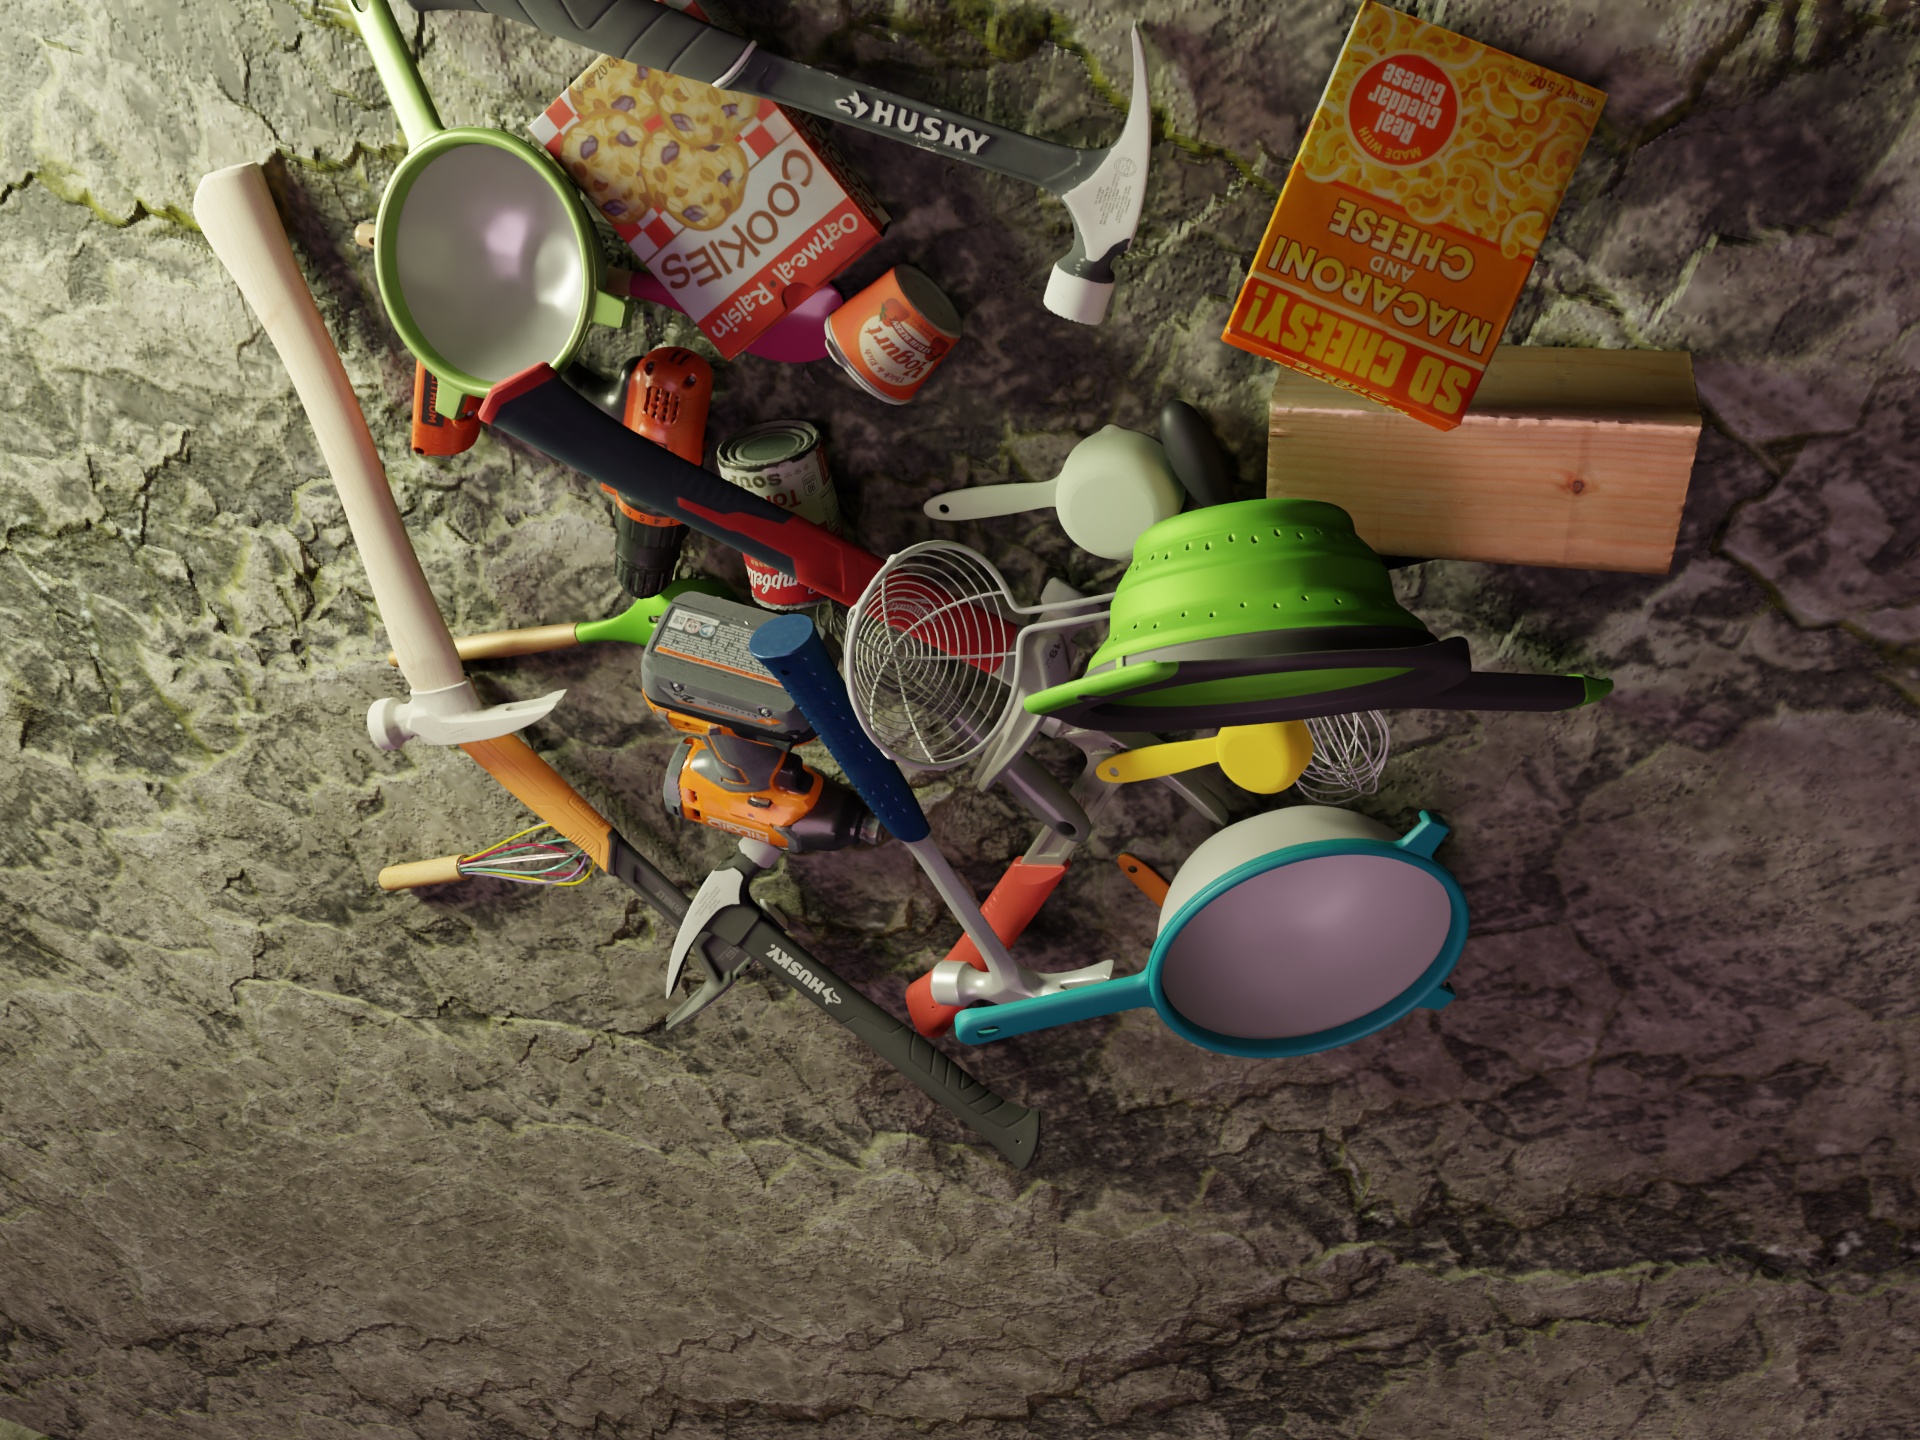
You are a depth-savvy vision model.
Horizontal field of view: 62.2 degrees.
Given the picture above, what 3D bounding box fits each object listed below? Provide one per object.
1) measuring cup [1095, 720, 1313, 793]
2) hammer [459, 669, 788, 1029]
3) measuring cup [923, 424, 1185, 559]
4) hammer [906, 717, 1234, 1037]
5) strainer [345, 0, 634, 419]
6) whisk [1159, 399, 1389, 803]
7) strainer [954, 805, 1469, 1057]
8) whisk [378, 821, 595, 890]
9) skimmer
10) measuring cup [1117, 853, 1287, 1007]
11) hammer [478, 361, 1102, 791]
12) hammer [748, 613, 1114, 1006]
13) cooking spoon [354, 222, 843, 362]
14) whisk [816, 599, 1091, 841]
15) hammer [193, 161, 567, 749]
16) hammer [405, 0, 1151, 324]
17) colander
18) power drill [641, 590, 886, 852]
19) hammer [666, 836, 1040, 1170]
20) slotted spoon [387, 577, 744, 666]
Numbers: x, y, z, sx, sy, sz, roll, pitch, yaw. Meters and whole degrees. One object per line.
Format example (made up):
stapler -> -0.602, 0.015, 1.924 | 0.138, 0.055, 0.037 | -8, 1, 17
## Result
measuring cup -> 0.146, 0.027, 1.000 | 0.156, 0.029, 0.062 | -13, 112, 38
hammer -> -0.295, 0.091, 1.238 | 0.127, 0.034, 0.336 | -44, 103, -1
measuring cup -> 0.052, -0.130, 0.969 | 0.167, 0.038, 0.083 | -4, 125, 20
hammer -> 0.053, 0.131, 1.169 | 0.149, 0.037, 0.359 | 32, 131, 2
strainer -> -0.283, -0.315, 0.927 | 0.151, 0.069, 0.256 | -20, 97, 26
whisk -> 0.189, -0.069, 0.962 | 0.070, 0.070, 0.284 | -18, 114, 30
strainer -> 0.158, 0.141, 1.063 | 0.340, 0.095, 0.210 | -14, 132, 5
whisk -> -0.398, 0.124, 1.328 | 0.245, 0.051, 0.047 | -10, 128, 30
skimmer -> 0.115, -0.062, 0.885 | 0.363, 0.090, 0.127 | -12, 105, 0
measuring cup -> 0.170, 0.167, 1.148 | 0.173, 0.052, 0.095 | 43, 128, -13
hammer -> -0.107, -0.091, 0.955 | 0.386, 0.038, 0.143 | 25, 99, -20
hammer -> -0.022, 0.079, 1.043 | 0.144, 0.035, 0.405 | -2, 140, 27
cooking spoon -> -0.224, -0.271, 0.973 | 0.319, 0.017, 0.068 | 13, 129, 9
whisk -> -0.003, -0.002, 1.058 | 0.239, 0.055, 0.055 | 44, 129, -2
hammer -> -0.400, -0.168, 1.080 | 0.146, 0.038, 0.410 | -8, 117, 12
hammer -> -0.096, -0.337, 0.820 | 0.409, 0.036, 0.149 | 18, 118, -2
colander -> 0.214, -0.054, 0.848 | 0.397, 0.094, 0.204 | 1, 170, -34
power drill -> -0.130, 0.017, 1.096 | 0.164, 0.084, 0.226 | 16, 150, 7
hammer -> -0.074, 0.238, 1.233 | 0.334, 0.035, 0.146 | 38, 95, -3
slotted spoon -> -0.296, -0.059, 1.159 | 0.314, 0.031, 0.070 | -5, 132, 25
